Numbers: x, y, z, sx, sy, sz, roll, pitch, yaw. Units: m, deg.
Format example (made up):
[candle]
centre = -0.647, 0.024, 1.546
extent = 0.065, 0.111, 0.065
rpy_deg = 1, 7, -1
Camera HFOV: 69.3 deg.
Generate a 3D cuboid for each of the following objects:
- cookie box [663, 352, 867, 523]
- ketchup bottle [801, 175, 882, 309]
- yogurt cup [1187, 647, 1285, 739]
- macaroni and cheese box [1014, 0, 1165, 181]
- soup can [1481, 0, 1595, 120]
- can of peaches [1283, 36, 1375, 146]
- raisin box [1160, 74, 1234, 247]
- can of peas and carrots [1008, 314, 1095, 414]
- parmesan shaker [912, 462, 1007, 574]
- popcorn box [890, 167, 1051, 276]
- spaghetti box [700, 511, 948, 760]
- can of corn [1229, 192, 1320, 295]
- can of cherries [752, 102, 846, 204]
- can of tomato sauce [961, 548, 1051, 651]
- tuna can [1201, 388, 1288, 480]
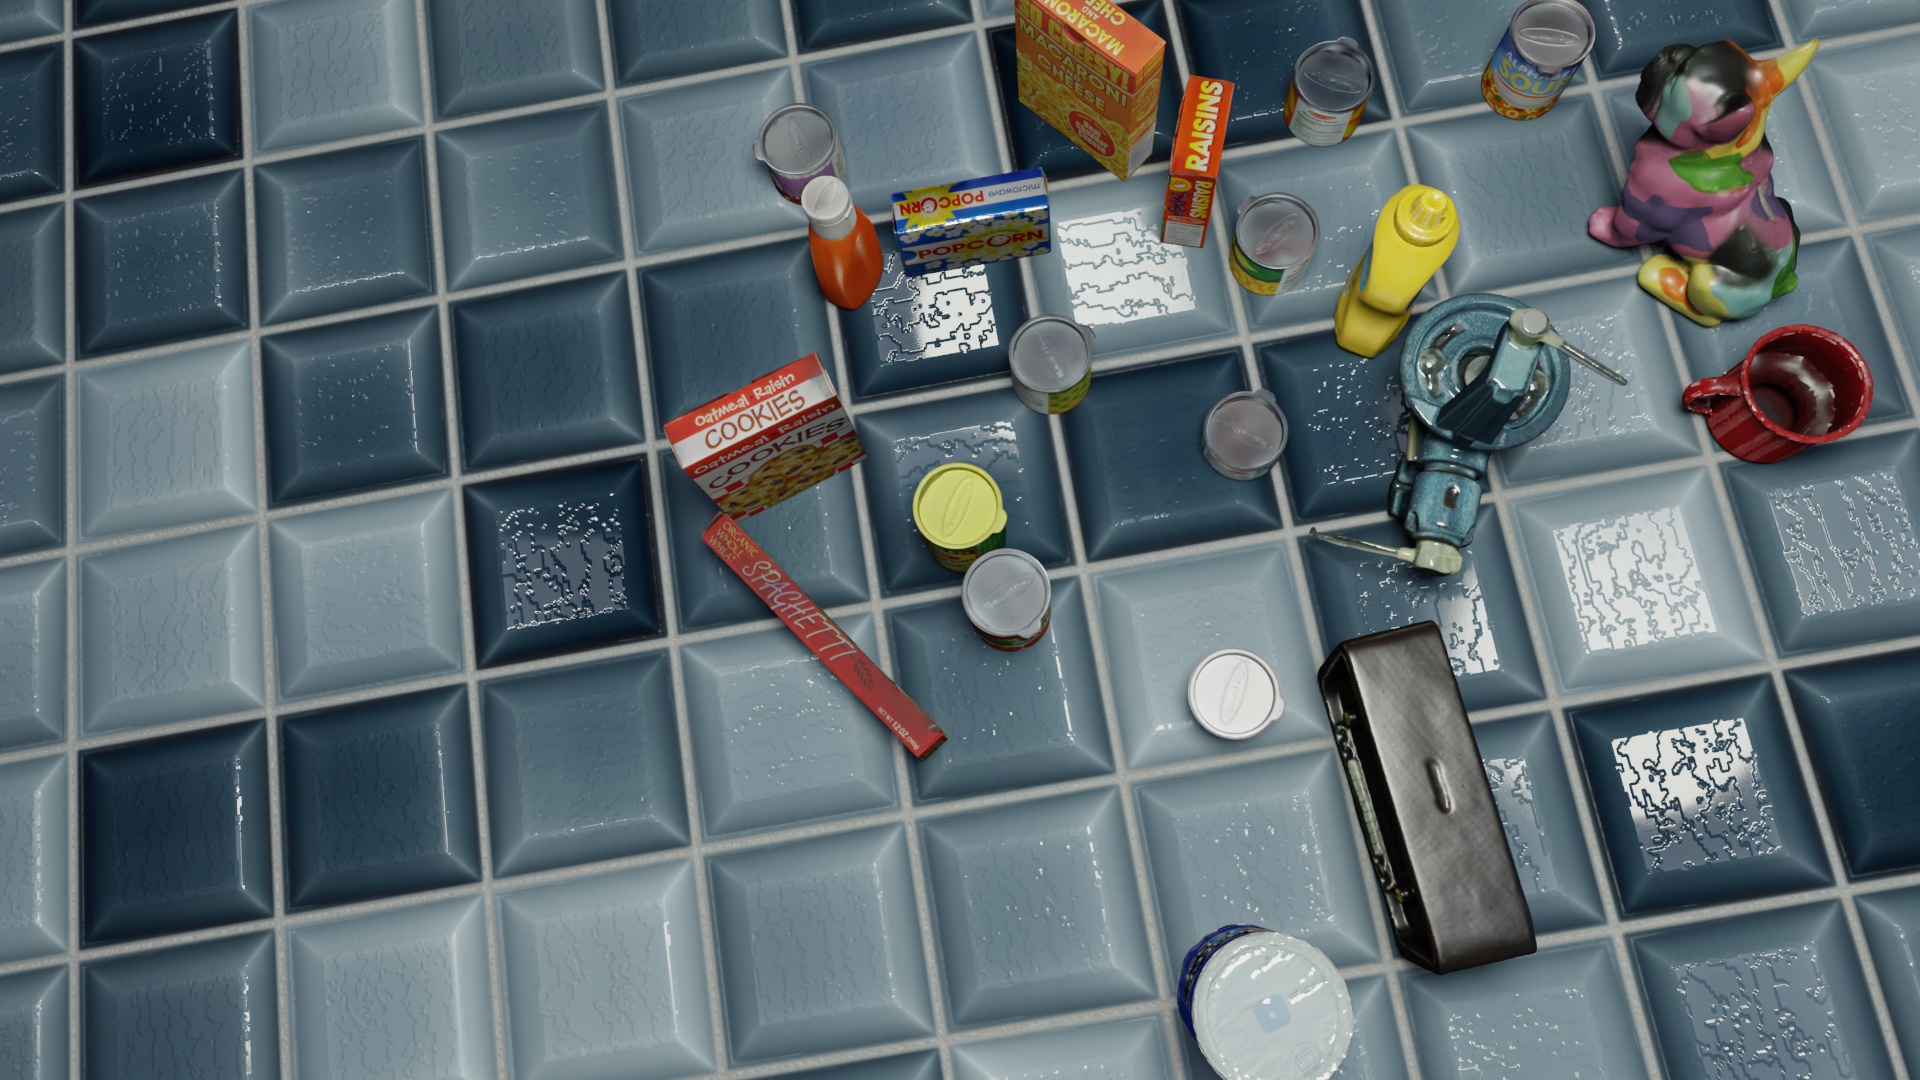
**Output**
[cookie box]
centre = -0.144, -0.075, 1.063
extent = 0.123, 0.167, 0.040
rpy_deg = -27, 77, -2
[ketchup bottle]
centre = -0.095, -0.240, 1.109
extent = 0.043, 0.148, 0.065
rpy_deg = 22, 80, 9
[yogurt cup]
centre = 0.204, 0.118, 1.050
extent = 0.072, 0.054, 0.072
rpy_deg = -1, 77, 4
[macaroni and cheese box]
centre = 0.102, -0.375, 1.119
extent = 0.124, 0.166, 0.040
rpy_deg = 41, 83, 12
[soup can]
centre = 0.471, -0.392, 1.139
extent = 0.071, 0.083, 0.071
rpy_deg = -1, 77, 4
[can of peaches]
centre = 0.308, -0.374, 1.159
extent = 0.071, 0.058, 0.071
rpy_deg = -1, 77, 4
[raisin box]
centre = 0.189, -0.302, 1.117
extent = 0.040, 0.123, 0.086
rpy_deg = 11, 78, 7
[can of peas and carrots]
centre = 0.075, -0.142, 1.120
extent = 0.071, 0.058, 0.071
rpy_deg = -1, 77, 4
[parmesan shaker]
centre = 0.004, -0.013, 1.071
extent = 0.071, 0.103, 0.071
rpy_deg = -1, 77, 4
[popcorn box]
centre = 0.010, -0.260, 1.139
extent = 0.127, 0.085, 0.038
rpy_deg = -9, 76, 2
[spaghetti box]
centre = -0.108, 0.074, 1.085
extent = 0.250, 0.050, 0.029
rpy_deg = 44, 83, 12
[can of corn]
centre = 0.252, -0.242, 1.131
extent = 0.071, 0.058, 0.071
rpy_deg = -1, 77, 4
[can of cherries]
centre = -0.136, -0.327, 1.180
extent = 0.071, 0.058, 0.071
rpy_deg = -1, 77, 4
[can of tomato sauce]
centre = 0.038, 0.049, 1.064
extent = 0.071, 0.083, 0.071
rpy_deg = -1, 77, 4
[tuna can]
centre = 0.227, -0.085, 1.108
extent = 0.071, 0.032, 0.071
rpy_deg = -1, 76, 4
